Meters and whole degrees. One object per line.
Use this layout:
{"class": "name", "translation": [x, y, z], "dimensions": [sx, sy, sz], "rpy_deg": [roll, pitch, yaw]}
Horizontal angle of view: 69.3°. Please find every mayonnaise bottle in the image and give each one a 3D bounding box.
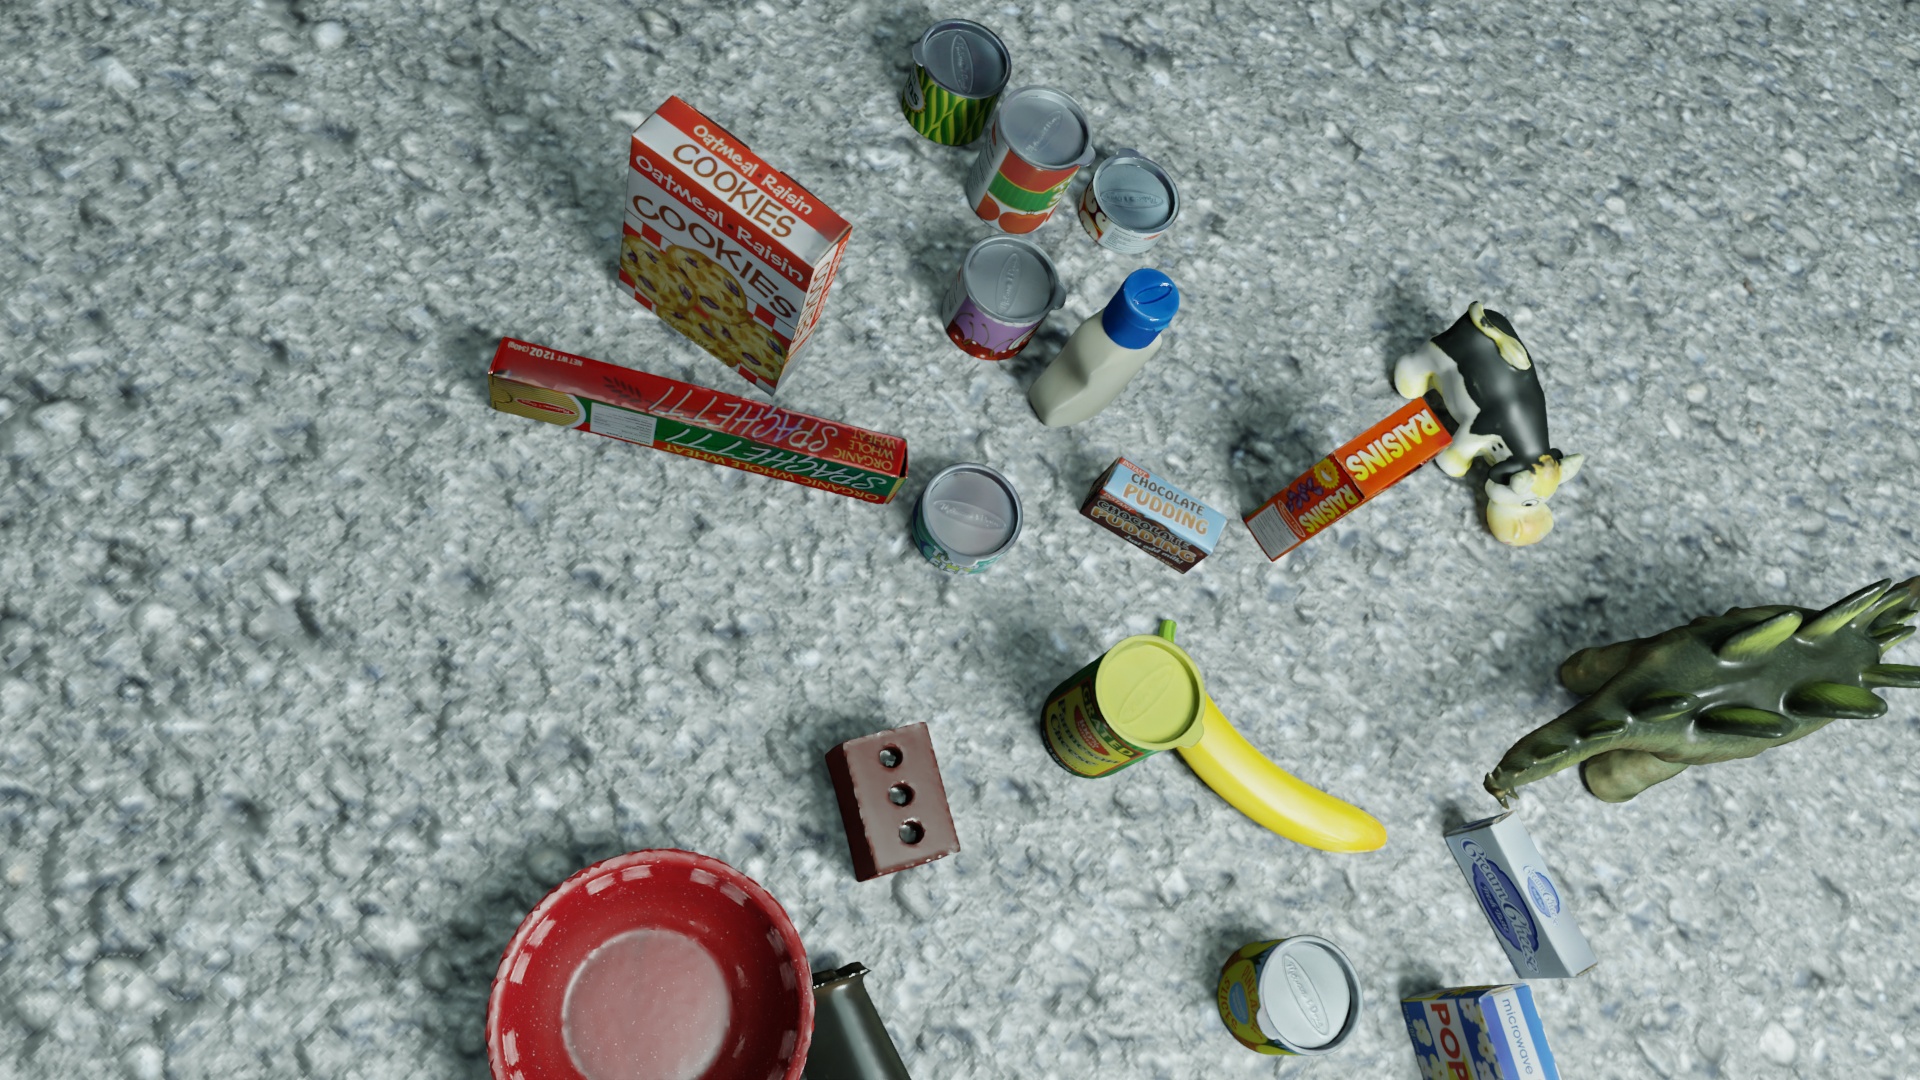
{"class": "mayonnaise bottle", "translation": [0.094, -0.121, 0.882], "dimensions": [0.065, 0.147, 0.041], "rpy_deg": [-23, 78, -23]}

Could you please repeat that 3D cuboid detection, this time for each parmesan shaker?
{"class": "parmesan shaker", "translation": [0.095, 0.103, 0.822], "dimensions": [0.071, 0.102, 0.071], "rpy_deg": [6, 69, -14]}

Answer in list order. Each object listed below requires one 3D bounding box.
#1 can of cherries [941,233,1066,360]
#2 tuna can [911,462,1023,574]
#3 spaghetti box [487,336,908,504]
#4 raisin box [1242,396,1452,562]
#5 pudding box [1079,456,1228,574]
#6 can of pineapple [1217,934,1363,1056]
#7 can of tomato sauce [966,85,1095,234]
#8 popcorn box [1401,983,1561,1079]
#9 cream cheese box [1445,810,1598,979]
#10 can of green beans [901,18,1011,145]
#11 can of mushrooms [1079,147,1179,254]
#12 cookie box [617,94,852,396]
{"class": "can of cherries", "translation": [0.028, -0.159, 0.926], "dimensions": [0.071, 0.058, 0.072], "rpy_deg": [6, 69, -14]}
{"class": "tuna can", "translation": [0.003, -0.011, 0.877], "dimensions": [0.071, 0.032, 0.071], "rpy_deg": [6, 69, -14]}
{"class": "spaghetti box", "translation": [-0.155, -0.070, 0.843], "dimensions": [0.250, 0.050, 0.029], "rpy_deg": [14, 67, -11]}
{"class": "raisin box", "translation": [0.252, -0.038, 0.911], "dimensions": [0.086, 0.123, 0.040], "rpy_deg": [-30, 81, -24]}
{"class": "pudding box", "translation": [0.126, -0.016, 0.906], "dimensions": [0.084, 0.049, 0.030], "rpy_deg": [30, 65, -4]}
{"class": "can of pineapple", "translation": [0.190, 0.267, 0.814], "dimensions": [0.071, 0.057, 0.071], "rpy_deg": [6, 69, -14]}
{"class": "can of tomato sauce", "translation": [0.048, -0.259, 0.956], "dimensions": [0.071, 0.082, 0.071], "rpy_deg": [6, 69, -14]}
{"class": "popcorn box", "translation": [0.314, 0.327, 0.813], "dimensions": [0.038, 0.085, 0.127], "rpy_deg": [-8, 73, -19]}
{"class": "cream cheese box", "translation": [0.353, 0.226, 0.880], "dimensions": [0.024, 0.053, 0.104], "rpy_deg": [-20, 77, -22]}
{"class": "can of green beans", "translation": [-0.004, -0.322, 0.978], "dimensions": [0.071, 0.057, 0.071], "rpy_deg": [6, 69, -14]}
{"class": "can of mushrooms", "translation": [0.121, -0.243, 0.999], "dimensions": [0.071, 0.033, 0.071], "rpy_deg": [6, 69, -14]}
{"class": "cookie box", "translation": [-0.138, -0.168, 0.820], "dimensions": [0.123, 0.166, 0.040], "rpy_deg": [36, 65, -1]}
